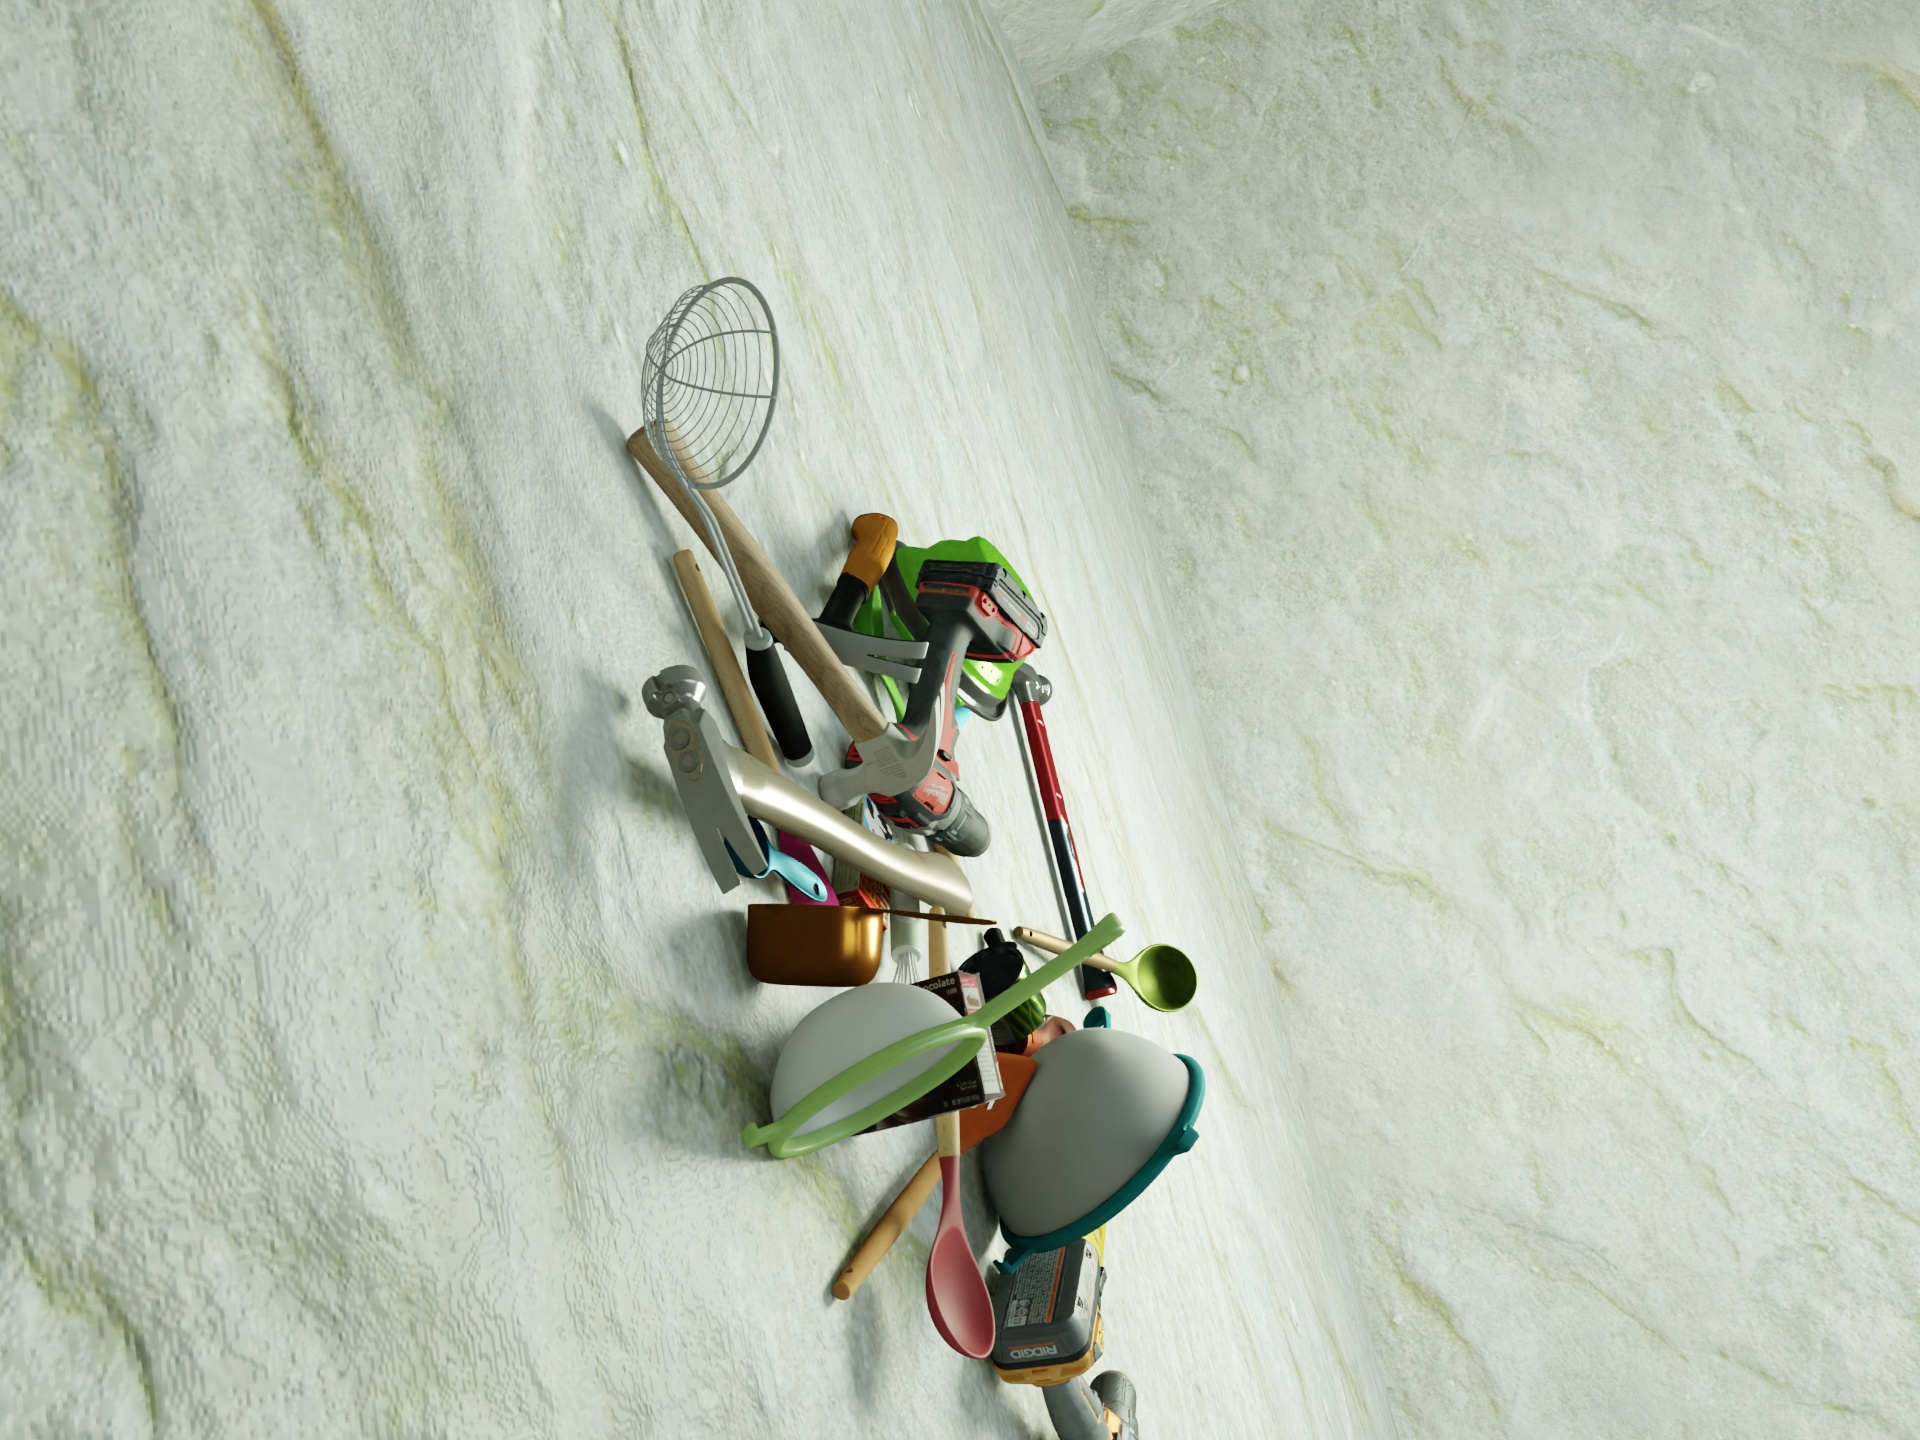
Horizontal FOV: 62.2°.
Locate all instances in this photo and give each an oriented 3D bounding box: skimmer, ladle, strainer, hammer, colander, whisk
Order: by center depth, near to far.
[{"bbox_3d":[-0.020,0.175,0.980,0.069,0.256,0.151,57,6,20],"label":"strainer"},{"bbox_3d":[-0.127,-0.113,1.057,0.127,0.090,0.362,39,-25,40],"label":"skimmer"},{"bbox_3d":[-0.078,0.090,1.104,0.410,0.038,0.146,38,23,-60],"label":"hammer"},{"bbox_3d":[-0.009,0.279,1.112,0.069,0.031,0.316,34,45,-49],"label":"ladle"},{"bbox_3d":[-0.124,-0.075,1.137,0.331,0.130,0.031,55,28,-26],"label":"hammer"},{"bbox_3d":[-0.041,0.187,1.226,0.247,0.057,0.059,-95,-165,-48],"label":"whisk"},{"bbox_3d":[-0.078,-0.115,1.326,0.337,0.127,0.034,-79,-176,-68],"label":"hammer"},{"bbox_3d":[0.093,0.299,1.343,0.095,0.211,0.340,49,14,-9],"label":"strainer"},{"bbox_3d":[0.020,-0.131,1.594,0.204,0.094,0.397,53,14,-10],"label":"colander"},{"bbox_3d":[0.157,0.253,1.691,0.319,0.062,0.078,28,55,-50],"label":"ladle"},{"bbox_3d":[0.107,0.121,1.786,0.143,0.038,0.386,22,53,-68],"label":"hammer"}]

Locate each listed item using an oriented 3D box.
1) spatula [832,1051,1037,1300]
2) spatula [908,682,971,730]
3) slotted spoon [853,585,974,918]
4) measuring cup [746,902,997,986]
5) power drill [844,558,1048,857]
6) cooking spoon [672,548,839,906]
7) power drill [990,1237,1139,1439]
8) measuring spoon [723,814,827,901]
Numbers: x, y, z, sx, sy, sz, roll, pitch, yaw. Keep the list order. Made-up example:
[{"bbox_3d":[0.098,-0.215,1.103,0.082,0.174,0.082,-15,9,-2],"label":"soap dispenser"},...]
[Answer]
[{"bbox_3d":[-0.024,0.319,1.143,0.322,0.081,0.041,-30,119,-68],"label":"spatula"},{"bbox_3d":[-0.001,-0.057,1.646,0.318,0.044,0.082,-70,140,-71],"label":"spatula"},{"bbox_3d":[-0.041,0.034,1.412,0.070,0.031,0.313,-67,140,-78],"label":"slotted spoon"},{"bbox_3d":[-0.056,0.144,0.997,0.095,0.174,0.052,18,74,-61],"label":"measuring cup"},{"bbox_3d":[-0.002,-0.004,1.359,0.187,0.080,0.227,44,60,-49],"label":"power drill"},{"bbox_3d":[-0.136,0.031,1.115,0.069,0.017,0.318,-58,129,-70],"label":"cooking spoon"},{"bbox_3d":[0.095,0.527,1.269,0.185,0.084,0.226,-59,134,-69],"label":"power drill"},{"bbox_3d":[-0.126,0.101,1.072,0.128,0.021,0.042,47,34,-57],"label":"measuring spoon"}]
